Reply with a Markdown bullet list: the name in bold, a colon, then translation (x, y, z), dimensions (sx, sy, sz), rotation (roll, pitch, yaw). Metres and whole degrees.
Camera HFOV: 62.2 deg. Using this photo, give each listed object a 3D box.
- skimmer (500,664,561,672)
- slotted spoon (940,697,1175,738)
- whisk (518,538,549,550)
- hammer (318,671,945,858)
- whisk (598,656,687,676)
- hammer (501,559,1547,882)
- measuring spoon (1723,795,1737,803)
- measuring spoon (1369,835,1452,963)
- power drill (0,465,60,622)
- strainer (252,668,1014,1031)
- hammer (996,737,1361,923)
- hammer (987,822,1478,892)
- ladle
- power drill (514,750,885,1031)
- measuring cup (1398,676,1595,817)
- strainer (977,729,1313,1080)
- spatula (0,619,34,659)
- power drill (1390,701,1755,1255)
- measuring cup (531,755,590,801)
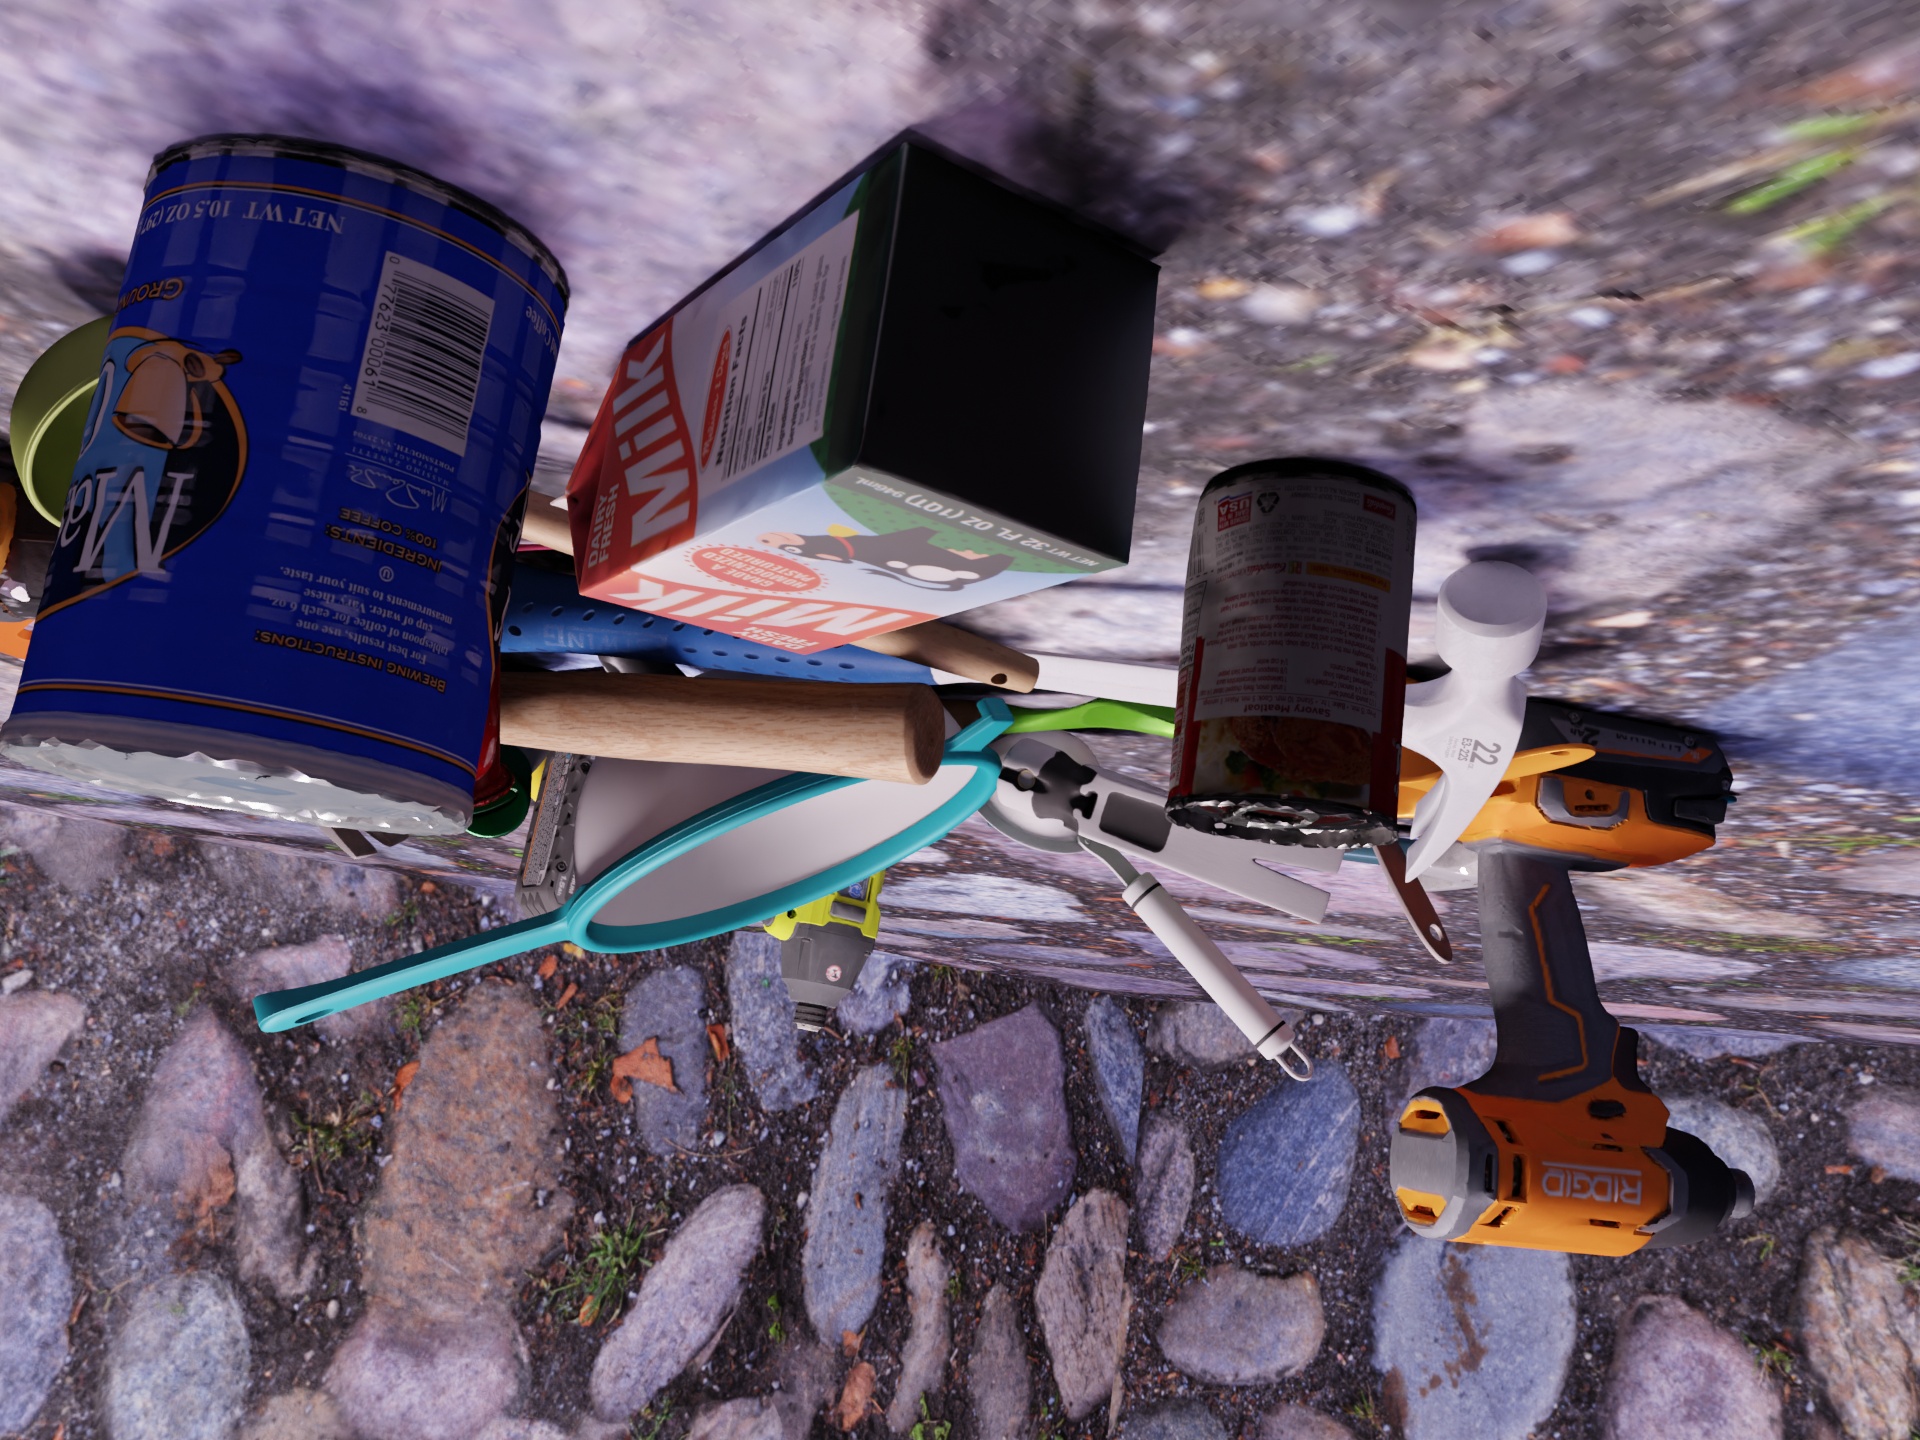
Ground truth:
- **skimmer**: translation (-0.260, 0.007, 0.743), dimensions (0.363, 0.090, 0.127), rotation (9, -161, 36)
- **slotted spoon**: translation (-0.001, -0.003, 0.795), dimensions (0.314, 0.031, 0.070), rotation (1, 167, 34)
- **whisk**: translation (-0.143, -0.070, 0.539), dimensions (0.245, 0.047, 0.051), rotation (5, -179, -12)
- **hammer**: translation (-0.157, -0.001, 0.617), dimensions (0.331, 0.130, 0.031), rotation (4, -164, 27)
- **whisk**: translation (-0.128, 0.013, 0.843), dimensions (0.055, 0.055, 0.238), rotation (2, 154, 22)
- **hammer**: translation (0.002, -0.018, 0.611), dimensions (0.405, 0.035, 0.143), rotation (8, 141, 16)
- **measuring spoon**: translation (0.331, 0.033, 0.799), dimensions (0.128, 0.021, 0.042), rotation (0, 170, -12)
- **measuring spoon**: translation (0.208, 0.057, 0.755), dimensions (0.034, 0.124, 0.018), rotation (5, 142, -37)
- **power drill**: translation (-0.371, -0.079, 0.541), dimensions (0.185, 0.084, 0.226), rotation (5, 172, -2)
- **strainer**: translation (-0.152, 0.044, 0.723), dimensions (0.340, 0.095, 0.211), rotation (-18, 164, -16)
- **hammer**: translation (0.153, 0.054, 0.801), dimensions (0.146, 0.035, 0.334), rotation (20, -175, 27)
- **hammer**: translation (0.181, 0.072, 1.019), dimensions (0.331, 0.033, 0.128), rotation (7, 167, 4)
- **ladle**: translation (-0.117, -0.050, 0.499), dimensions (0.320, 0.062, 0.078), rotation (17, 137, -20)
- **power drill**: translation (-0.153, 0.093, 0.996), dimensions (0.223, 0.171, 0.080), rotation (17, 165, -27)
- **measuring cup**: translation (0.187, 0.003, 0.648), dimensions (0.095, 0.052, 0.173), rotation (13, 165, -26)
- **strainer**: translation (0.087, 0.078, 0.801), dimensions (0.087, 0.259, 0.050), rotation (-26, 157, -42)
- **spatula**: translation (-0.402, -0.042, 0.761), dimensions (0.081, 0.041, 0.323), rotation (24, 167, -39)
- **power drill**: translation (0.278, 0.117, 0.699), dimensions (0.164, 0.226, 0.084), rotation (10, 168, -14)
- **measuring cup**: translation (-0.293, 0.035, 0.996), dimensions (0.156, 0.062, 0.029), rotation (-6, 163, -27)
